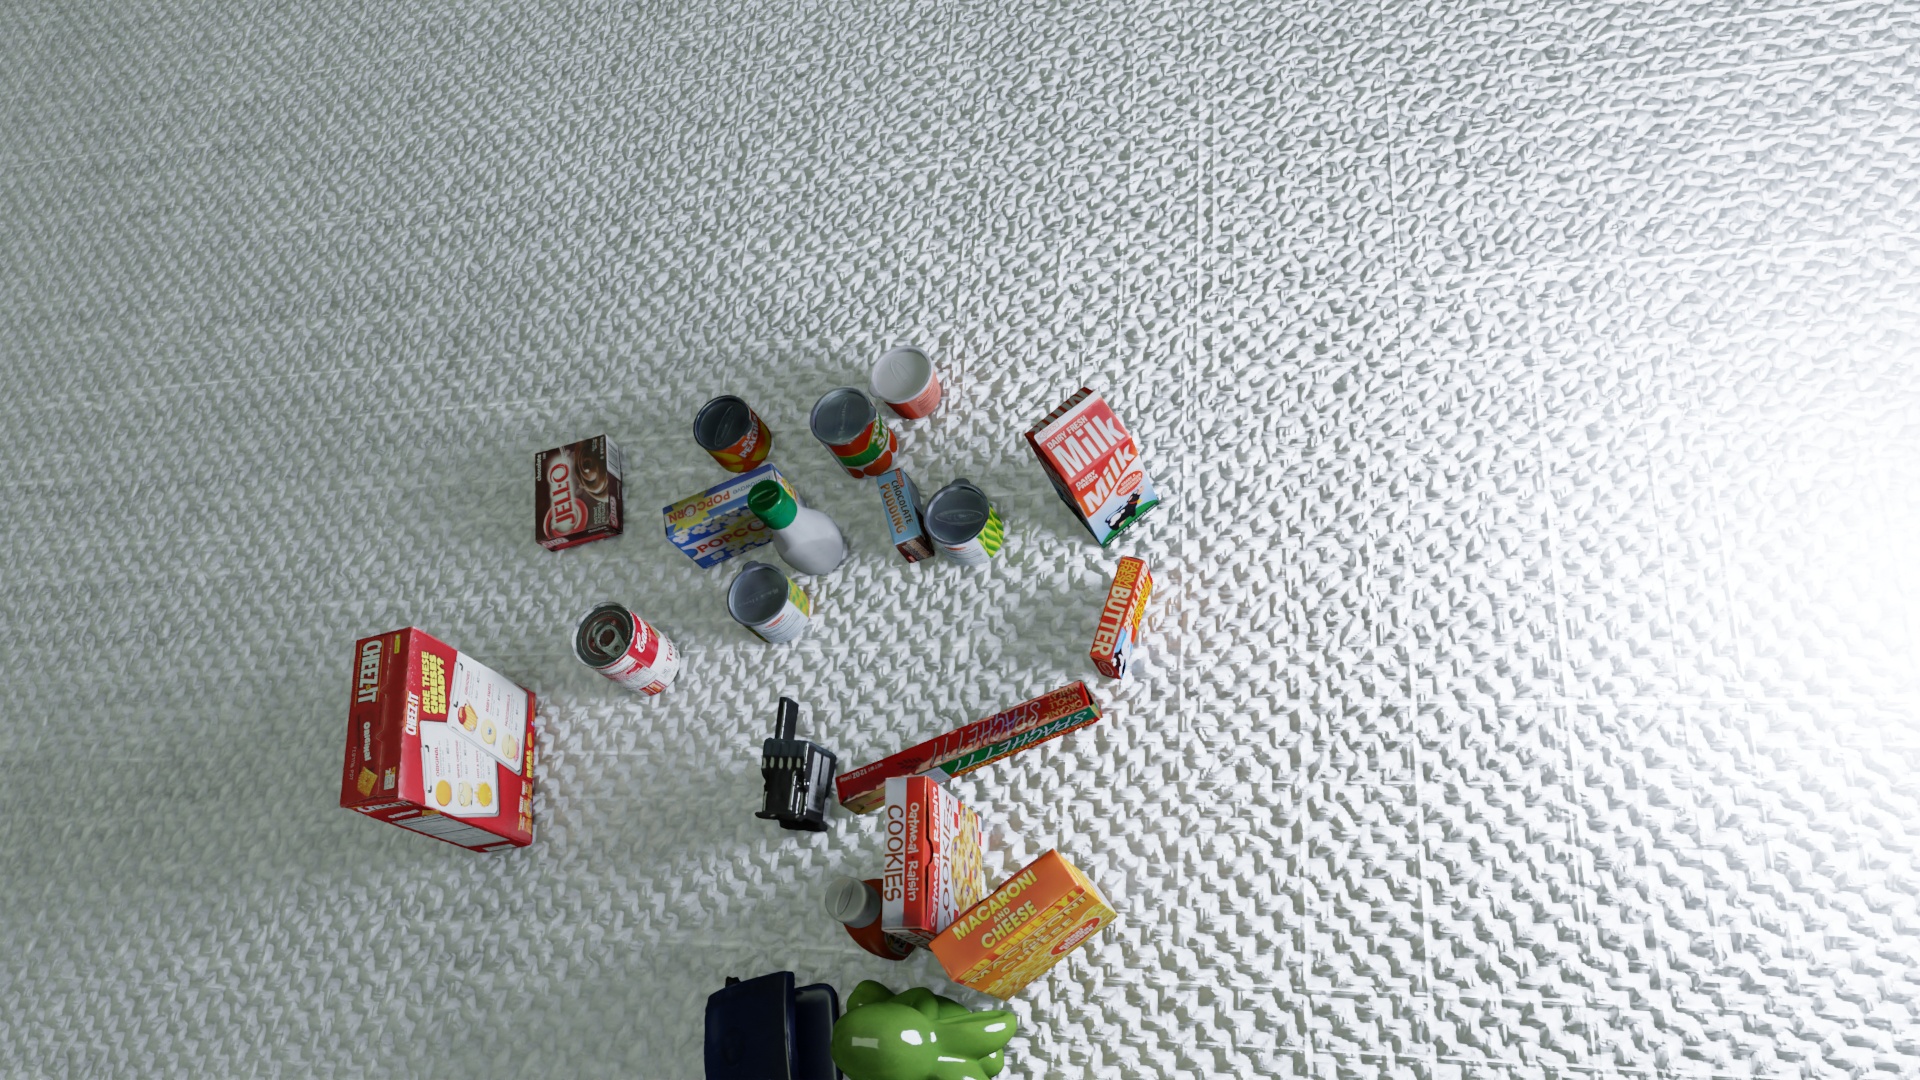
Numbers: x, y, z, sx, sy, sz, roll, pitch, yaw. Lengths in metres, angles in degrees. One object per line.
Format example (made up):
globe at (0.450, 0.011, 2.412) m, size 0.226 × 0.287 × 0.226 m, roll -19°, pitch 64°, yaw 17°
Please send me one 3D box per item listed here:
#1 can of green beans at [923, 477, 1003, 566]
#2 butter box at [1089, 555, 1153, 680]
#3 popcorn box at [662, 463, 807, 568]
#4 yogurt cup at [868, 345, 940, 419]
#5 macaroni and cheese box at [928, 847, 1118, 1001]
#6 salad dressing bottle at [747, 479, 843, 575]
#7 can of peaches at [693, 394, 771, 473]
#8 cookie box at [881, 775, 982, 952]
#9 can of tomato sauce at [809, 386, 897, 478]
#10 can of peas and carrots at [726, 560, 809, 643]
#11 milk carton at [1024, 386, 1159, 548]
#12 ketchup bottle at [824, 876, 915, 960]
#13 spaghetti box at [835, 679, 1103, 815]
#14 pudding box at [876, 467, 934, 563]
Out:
can of green beans at (0.004, -0.015, 1.359) m, size 0.071 × 0.057 × 0.071 m, roll -7°, pitch 65°, yaw 15°
butter box at (0.149, 0.071, 1.276) m, size 0.024 × 0.053 × 0.104 m, roll 13°, pitch 71°, yaw 22°
popcorn box at (-0.228, -0.024, 1.421) m, size 0.126 × 0.085 × 0.038 m, roll -22°, pitch 62°, yaw 7°
yogurt cup at (-0.054, -0.162, 1.446) m, size 0.072 × 0.053 × 0.072 m, roll -7°, pitch 65°, yaw 15°
macaroni and cheese box at (0.054, 0.316, 1.131) m, size 0.124 × 0.166 × 0.040 m, roll -37°, pitch 61°, yaw -1°
salad dressing bottle at (-0.162, -0.013, 1.359) m, size 0.064 × 0.147 × 0.044 m, roll -23°, pitch 62°, yaw 7°
can of peaches at (-0.240, -0.112, 1.480) m, size 0.071 × 0.058 × 0.071 m, roll -7°, pitch 65°, yaw 15°
cookie box at (-0.020, 0.278, 1.171) m, size 0.040 × 0.167 × 0.123 m, roll -7°, pitch 65°, yaw 15°
can of tomato sauce at (-0.106, -0.109, 1.422) m, size 0.071 × 0.083 × 0.071 m, roll -7°, pitch 65°, yaw 15°
can of peas and carrots at (-0.192, 0.062, 1.385) m, size 0.071 × 0.058 × 0.071 m, roll -7°, pitch 65°, yaw 15°
milk carton at (0.118, -0.073, 1.273) m, size 0.072 × 0.190 × 0.073 m, roll -38°, pitch 61°, yaw -1°
ketchup bottle at (-0.073, 0.316, 1.181) m, size 0.043 × 0.148 × 0.065 m, roll 13°, pitch 72°, yaw 23°
spaghetti box at (0.008, 0.190, 1.268) m, size 0.250 × 0.050 × 0.029 m, roll -23°, pitch 62°, yaw 7°
pudding box at (-0.055, -0.025, 1.386) m, size 0.030 × 0.049 × 0.084 m, roll -21°, pitch 62°, yaw 8°
